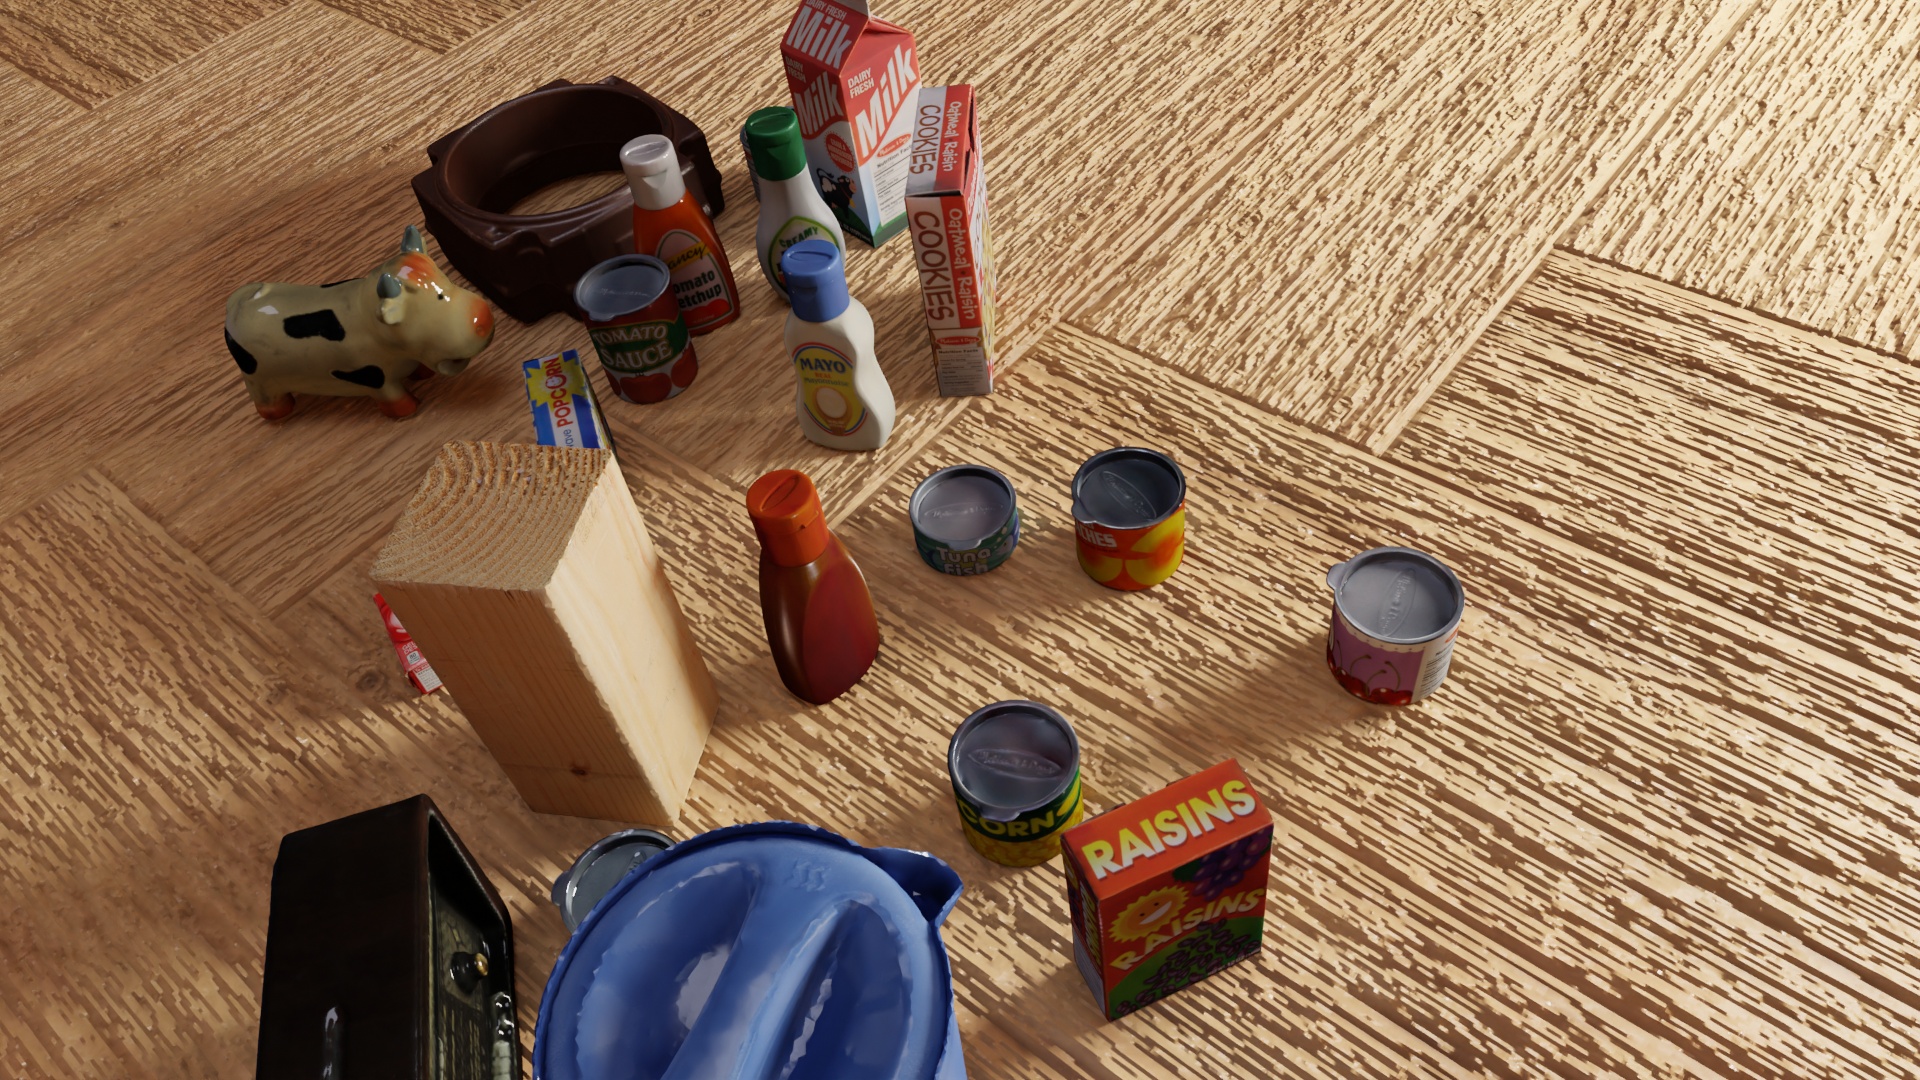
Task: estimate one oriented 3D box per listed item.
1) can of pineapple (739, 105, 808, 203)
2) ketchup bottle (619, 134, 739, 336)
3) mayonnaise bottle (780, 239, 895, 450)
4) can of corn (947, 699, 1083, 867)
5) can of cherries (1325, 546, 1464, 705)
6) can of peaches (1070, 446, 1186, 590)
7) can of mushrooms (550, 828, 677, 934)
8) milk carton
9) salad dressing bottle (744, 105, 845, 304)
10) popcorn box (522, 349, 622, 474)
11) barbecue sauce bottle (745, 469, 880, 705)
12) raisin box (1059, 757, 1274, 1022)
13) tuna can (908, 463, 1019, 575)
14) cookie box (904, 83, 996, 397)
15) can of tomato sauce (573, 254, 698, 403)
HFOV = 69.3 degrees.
[{"bbox_3d":[-0.137,-0.308,1.118,0.071,0.057,0.071,-4,48,5],"label":"can of pineapple"},{"bbox_3d":[-0.203,-0.215,0.986,0.065,0.148,0.044,-20,49,-9],"label":"ketchup bottle"},{"bbox_3d":[-0.082,-0.122,0.886,0.065,0.147,0.041,7,51,15],"label":"mayonnaise bottle"},{"bbox_3d":[0.029,0.127,0.709,0.071,0.058,0.071,-4,48,5],"label":"can of corn"},{"bbox_3d":[0.231,0.045,0.751,0.071,0.058,0.072,-4,48,5],"label":"can of cherries"},{"bbox_3d":[0.098,-0.012,0.821,0.071,0.057,0.071,-4,48,5],"label":"can of peaches"},{"bbox_3d":[-0.168,0.183,0.705,0.071,0.033,0.071,-4,48,5],"label":"can of mushrooms"},{"bbox_3d":[-0.076,-0.324,1.035,0.074,0.189,0.072,-38,54,-23],"label":"milk carton"},{"bbox_3d":[-0.121,-0.237,0.993,0.064,0.147,0.044,-17,49,-6],"label":"salad dressing bottle"},{"bbox_3d":[-0.242,-0.050,0.888,0.038,0.084,0.127,-18,49,-8],"label":"popcorn box"},{"bbox_3d":[-0.082,0.024,0.756,0.044,0.147,0.065,26,57,28],"label":"barbecue sauce bottle"},{"bbox_3d":[0.094,0.159,0.627,0.086,0.122,0.040,-21,49,-10],"label":"raisin box"},{"bbox_3d":[0.003,-0.011,0.852,0.071,0.032,0.071,-4,48,5],"label":"tuna can"},{"bbox_3d":[-0.002,-0.199,0.929,0.040,0.166,0.123,-2,49,7],"label":"cookie box"},{"bbox_3d":[-0.225,-0.146,0.972,0.071,0.082,0.071,-4,48,5],"label":"can of tomato sauce"}]
